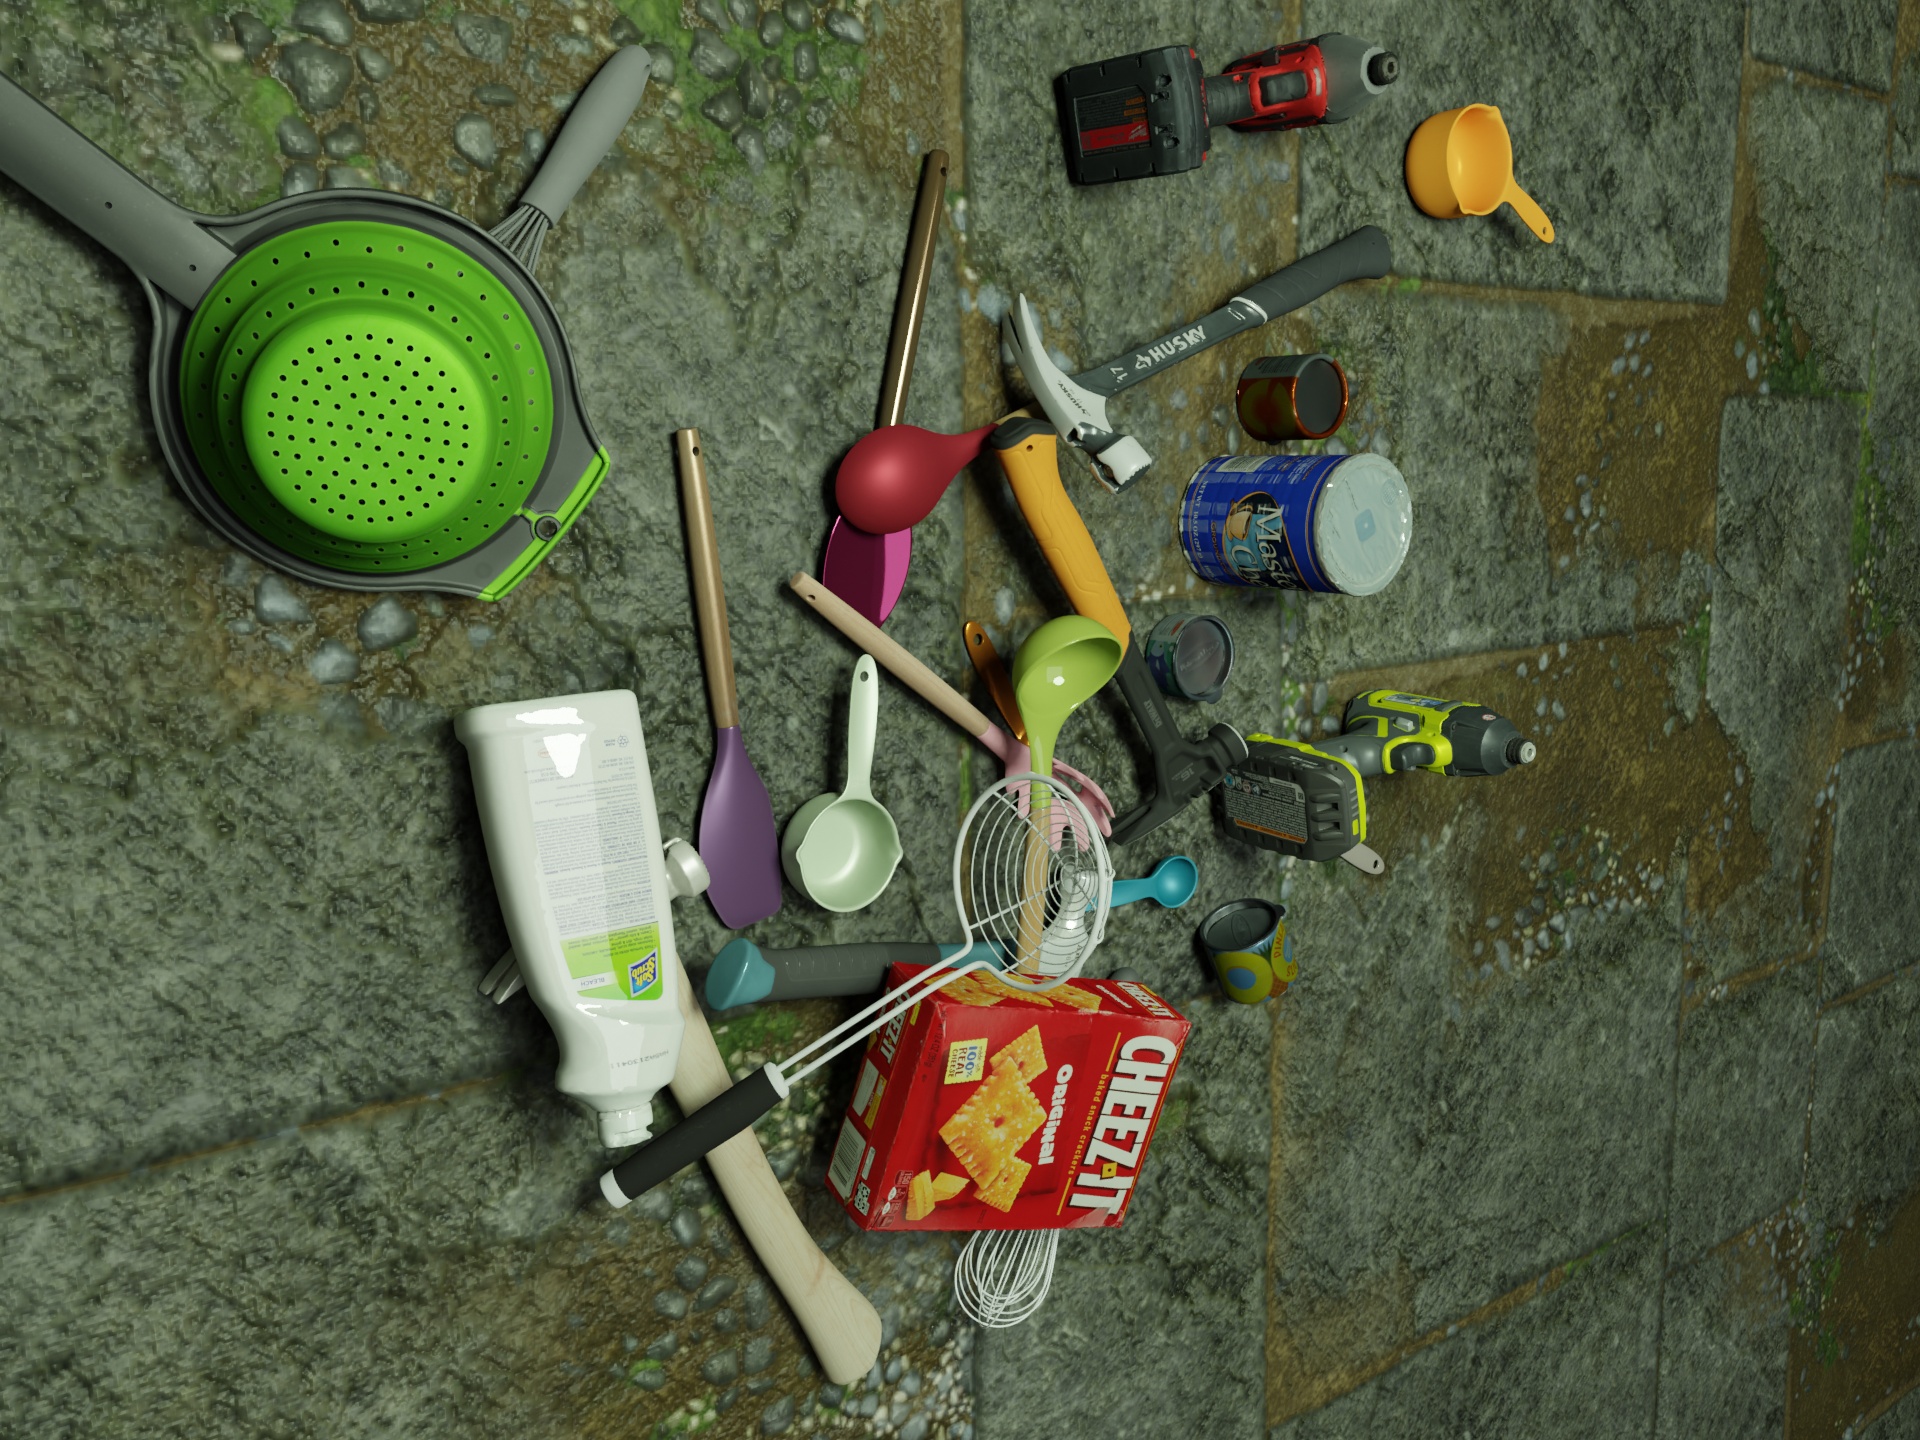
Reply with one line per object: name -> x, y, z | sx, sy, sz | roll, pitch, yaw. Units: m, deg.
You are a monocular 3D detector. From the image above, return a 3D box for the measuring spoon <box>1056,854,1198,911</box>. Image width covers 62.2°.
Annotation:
measuring spoon -> 0.125, 0.128, 1.222 | 0.128, 0.021, 0.042 | -6, 105, -27

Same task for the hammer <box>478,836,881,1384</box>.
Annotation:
hammer -> -0.153, 0.281, 1.018 | 0.146, 0.038, 0.410 | -34, 117, -27

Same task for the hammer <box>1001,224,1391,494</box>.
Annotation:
hammer -> 0.195, -0.298, 1.169 | 0.409, 0.036, 0.149 | -33, 81, -36

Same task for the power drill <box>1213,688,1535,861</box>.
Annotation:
power drill -> 0.327, 0.035, 1.263 | 0.223, 0.171, 0.080 | -19, 109, -30

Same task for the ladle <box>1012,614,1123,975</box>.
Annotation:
ladle -> 0.059, 0.087, 1.075 | 0.078, 0.062, 0.320 | -3, 102, -37

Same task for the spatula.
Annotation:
spatula -> -0.150, -0.021, 0.984 | 0.059, 0.018, 0.315 | -17, 108, -41

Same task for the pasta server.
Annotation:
pasta server -> -0.002, -0.003, 1.079 | 0.060, 0.040, 0.316 | -34, 129, 23

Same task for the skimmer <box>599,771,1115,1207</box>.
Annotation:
skimmer -> -0.068, 0.168, 0.934 | 0.363, 0.127, 0.090 | -34, 146, -2

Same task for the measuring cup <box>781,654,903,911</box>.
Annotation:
measuring cup -> -0.077, 0.039, 1.038 | 0.083, 0.038, 0.167 | 3, 93, -38

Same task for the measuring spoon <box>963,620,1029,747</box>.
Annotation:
measuring spoon -> 0.031, -0.021, 1.125 | 0.021, 0.011, 0.116 | -40, 119, -26

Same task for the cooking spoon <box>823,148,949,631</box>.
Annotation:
cooking spoon -> -0.042, -0.213, 1.036 | 0.068, 0.017, 0.319 | 10, 92, -42

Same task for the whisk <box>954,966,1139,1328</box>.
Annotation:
whisk -> 0.074, 0.314, 1.185 | 0.070, 0.070, 0.285 | 37, 71, -35

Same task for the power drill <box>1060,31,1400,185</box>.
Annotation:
power drill -> 0.190, -0.432, 1.102 | 0.219, 0.143, 0.078 | -23, 113, -30

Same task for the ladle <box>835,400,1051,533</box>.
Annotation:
ladle -> 0.041, -0.202, 1.085 | 0.315, 0.031, 0.069 | -31, 122, -36

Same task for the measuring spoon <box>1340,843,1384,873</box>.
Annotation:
measuring spoon -> 0.337, 0.109, 1.374 | 0.124, 0.018, 0.034 | 28, 80, -37

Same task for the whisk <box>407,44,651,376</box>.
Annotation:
whisk -> -0.232, -0.278, 0.865 | 0.055, 0.055, 0.239 | 38, 70, -35

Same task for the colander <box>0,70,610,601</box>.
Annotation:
colander -> -0.342, -0.194, 0.734 | 0.396, 0.095, 0.204 | 38, 95, -27

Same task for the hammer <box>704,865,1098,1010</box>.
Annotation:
hammer -> -0.030, 0.163, 1.068 | 0.330, 0.033, 0.128 | 5, 100, -45

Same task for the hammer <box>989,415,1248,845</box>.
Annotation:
hammer -> 0.096, -0.063, 1.121 | 0.127, 0.034, 0.336 | -36, 122, -11

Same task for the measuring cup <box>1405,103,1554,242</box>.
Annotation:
measuring cup -> 0.441, -0.449, 1.347 | 0.173, 0.052, 0.095 | 24, 83, -39
